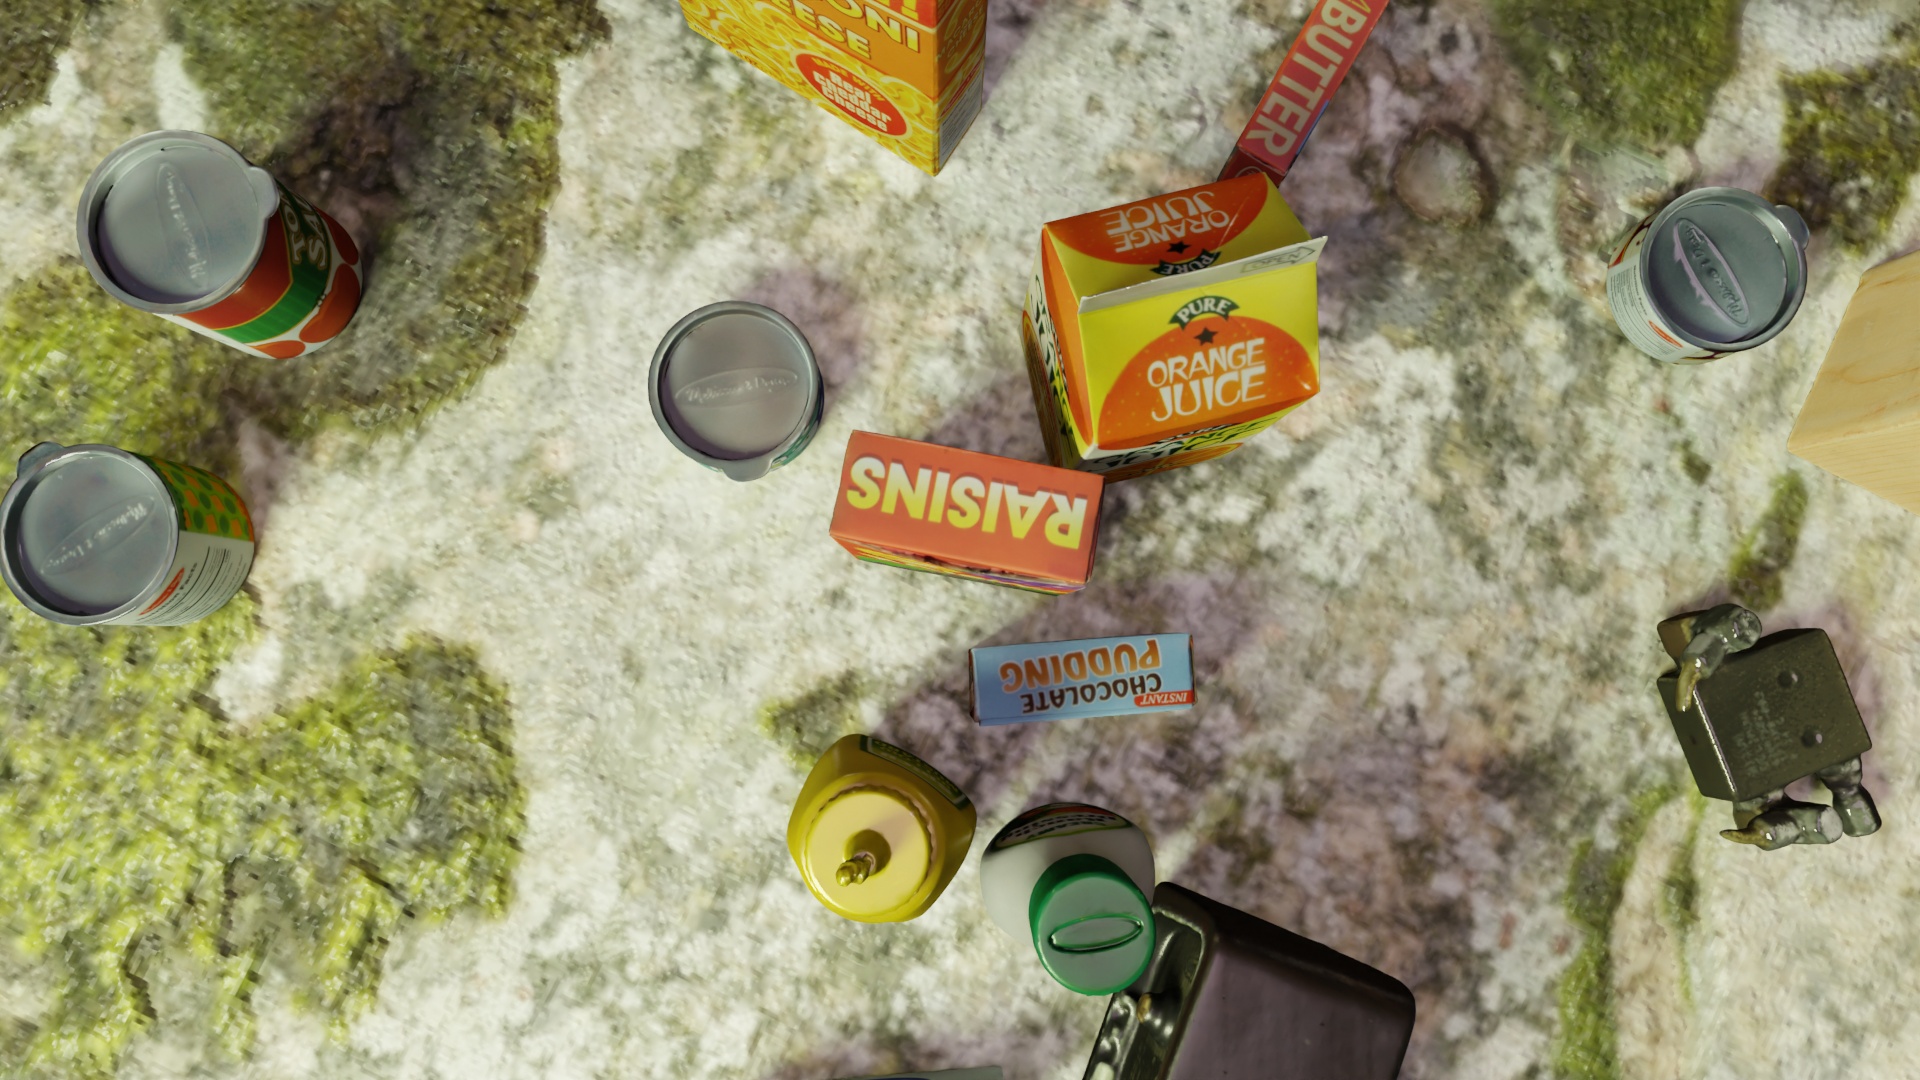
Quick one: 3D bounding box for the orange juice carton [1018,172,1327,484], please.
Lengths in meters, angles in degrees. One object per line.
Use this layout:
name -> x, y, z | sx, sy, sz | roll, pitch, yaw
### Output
orange juice carton -> 0.065, -0.067, 0.471 | 0.072, 0.192, 0.073 | -13, 86, -2

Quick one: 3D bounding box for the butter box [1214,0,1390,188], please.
butter box -> 0.138, -0.184, 0.552 | 0.024, 0.053, 0.103 | 31, 86, 2

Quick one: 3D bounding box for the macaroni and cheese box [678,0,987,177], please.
macaroni and cheese box -> -0.051, -0.202, 0.494 | 0.124, 0.166, 0.040 | 32, 86, 2

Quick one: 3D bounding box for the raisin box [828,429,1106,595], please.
raisin box -> 0.002, -0.006, 0.500 | 0.086, 0.123, 0.040 | 11, 86, 0

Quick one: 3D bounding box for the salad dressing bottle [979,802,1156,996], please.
salad dressing bottle -> 0.039, 0.120, 0.477 | 0.064, 0.147, 0.044 | -9, 86, -1

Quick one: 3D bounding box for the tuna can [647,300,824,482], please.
tuna can -> -0.087, -0.056, 0.548 | 0.071, 0.033, 0.071 | 0, 85, -1

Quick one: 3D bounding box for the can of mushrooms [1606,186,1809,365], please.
can of mushrooms -> 0.300, -0.106, 0.557 | 0.071, 0.033, 0.071 | 0, 85, -1

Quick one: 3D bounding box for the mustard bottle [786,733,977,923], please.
mustard bottle -> -0.027, 0.100, 0.472 | 0.065, 0.160, 0.049 | 30, 86, 2

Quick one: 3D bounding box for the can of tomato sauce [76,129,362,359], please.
can of tomato sauce -> -0.274, -0.110, 0.525 | 0.071, 0.083, 0.071 | 0, 86, -1

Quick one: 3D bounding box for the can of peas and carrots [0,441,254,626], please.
can of peas and carrots -> -0.316, -0.002, 0.528 | 0.071, 0.058, 0.071 | 0, 85, -1

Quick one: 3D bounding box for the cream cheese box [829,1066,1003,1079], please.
cream cheese box -> -0.034, 0.218, 0.515 | 0.104, 0.053, 0.024 | -4, 86, -1

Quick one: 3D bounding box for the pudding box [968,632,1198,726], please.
pudding box -> 0.045, 0.053, 0.532 | 0.084, 0.049, 0.030 | -4, 86, -1
